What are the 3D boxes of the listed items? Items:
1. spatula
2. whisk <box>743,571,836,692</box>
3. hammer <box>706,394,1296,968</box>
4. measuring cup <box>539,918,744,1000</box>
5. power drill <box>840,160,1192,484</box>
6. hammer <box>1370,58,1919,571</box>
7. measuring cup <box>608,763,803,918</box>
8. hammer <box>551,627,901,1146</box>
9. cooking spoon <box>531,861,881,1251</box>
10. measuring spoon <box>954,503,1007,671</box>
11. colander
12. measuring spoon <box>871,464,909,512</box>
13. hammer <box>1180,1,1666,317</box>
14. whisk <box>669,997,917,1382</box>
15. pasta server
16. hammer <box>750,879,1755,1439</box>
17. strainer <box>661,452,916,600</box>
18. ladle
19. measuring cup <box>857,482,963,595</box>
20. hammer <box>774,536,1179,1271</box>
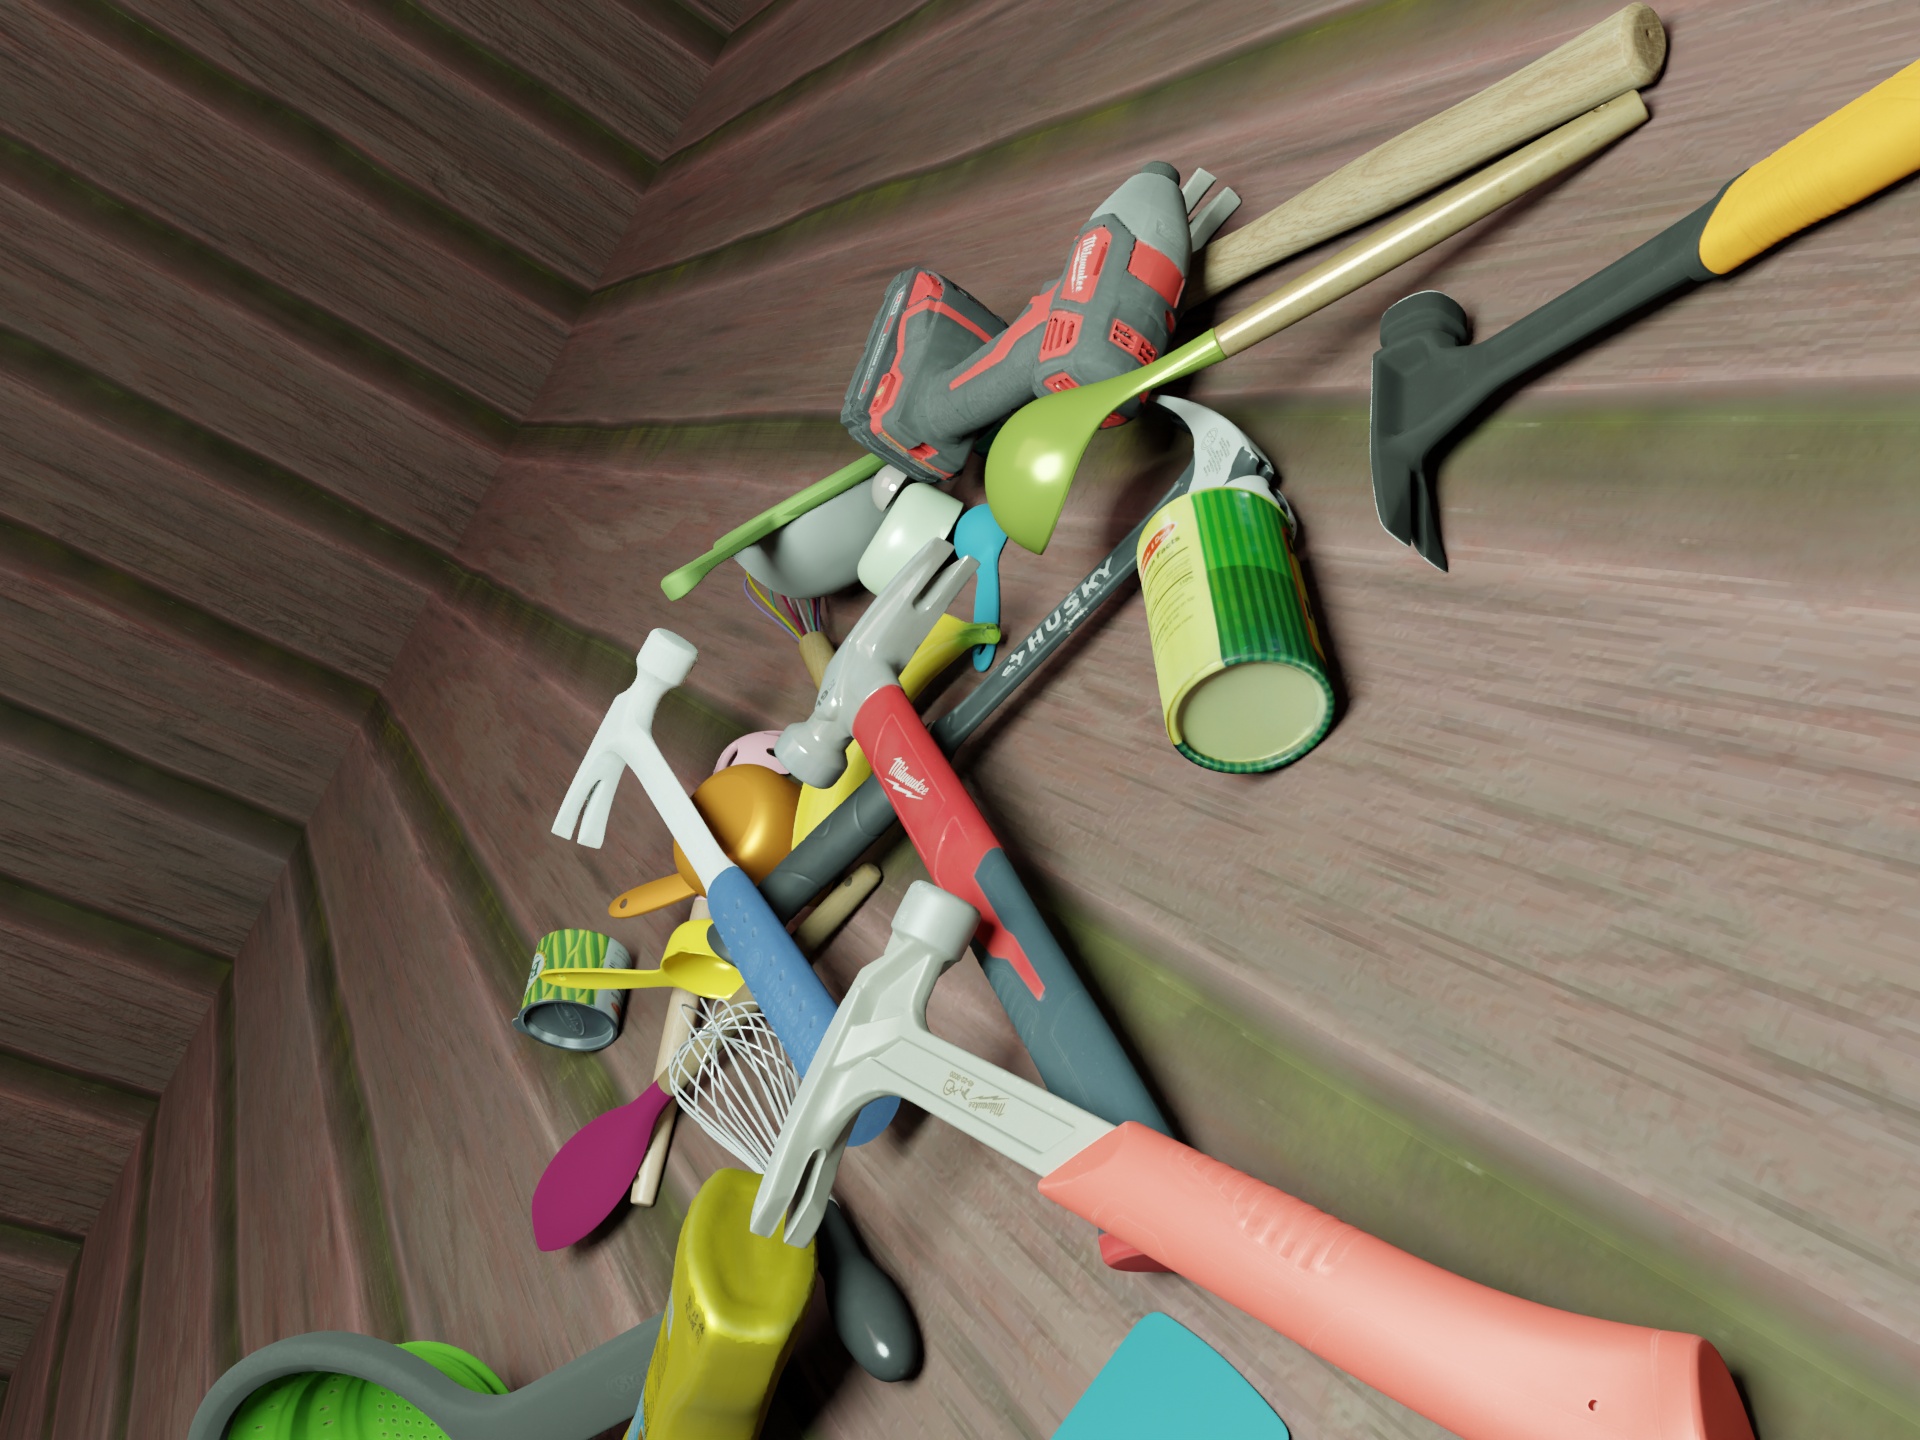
[{"bbox_3d":[0.007,0.346,0.502,0.082,0.044,0.317,20,87,63],"label":"spatula"},{"bbox_3d":[-0.099,-0.062,1.068,0.051,0.047,0.245,-53,32,15],"label":"whisk"},{"bbox_3d":[-0.001,-0.003,0.813,0.409,0.036,0.149,-44,29,24],"label":"hammer"},{"bbox_3d":[-0.187,0.143,0.952,0.156,0.062,0.029,-6,50,27],"label":"measuring cup"},{"bbox_3d":[0.036,-0.213,0.861,0.220,0.078,0.143,-6,60,54],"label":"power drill"},{"bbox_3d":[0.272,-0.169,0.515,0.337,0.034,0.127,-31,39,46],"label":"hammer"},{"bbox_3d":[-0.164,0.083,0.965,0.173,0.052,0.095,-22,52,25],"label":"measuring cup"},{"bbox_3d":[-0.132,0.089,0.855,0.144,0.035,0.406,-59,36,10],"label":"hammer"},{"bbox_3d":[-0.152,0.191,0.905,0.319,0.017,0.069,-47,41,16],"label":"cooking spoon"},{"bbox_3d":[0.008,-0.079,0.909,0.042,0.021,0.129,-40,34,36],"label":"measuring spoon"},{"bbox_3d":[-0.238,0.366,0.834,0.397,0.204,0.094,-33,0,18],"label":"colander"},{"bbox_3d":[-0.022,-0.180,0.985,0.124,0.018,0.034,-59,5,-22],"label":"measuring spoon"},{"bbox_3d":[0.180,-0.248,0.759,0.331,0.031,0.130,-13,54,56],"label":"hammer"},{"bbox_3d":[-0.080,0.213,0.754,0.070,0.070,0.285,-59,32,5],"label":"whisk"},{"bbox_3d":[-0.157,0.142,0.988,0.060,0.040,0.316,-28,45,48],"label":"pasta server"},{"bbox_3d":[0.061,0.158,0.493,0.359,0.036,0.149,13,75,52],"label":"hammer"},{"bbox_3d":[-0.100,-0.103,0.995,0.151,0.069,0.256,-24,12,31],"label":"strainer"},{"bbox_3d":[0.143,-0.168,0.693,0.320,0.062,0.078,-26,27,25],"label":"ladle"},{"bbox_3d":[-0.054,-0.073,0.949,0.168,0.038,0.083,-59,6,-24],"label":"measuring cup"},{"bbox_3d":[0.020,0.062,0.670,0.143,0.038,0.387,-53,36,15],"label":"hammer"}]
